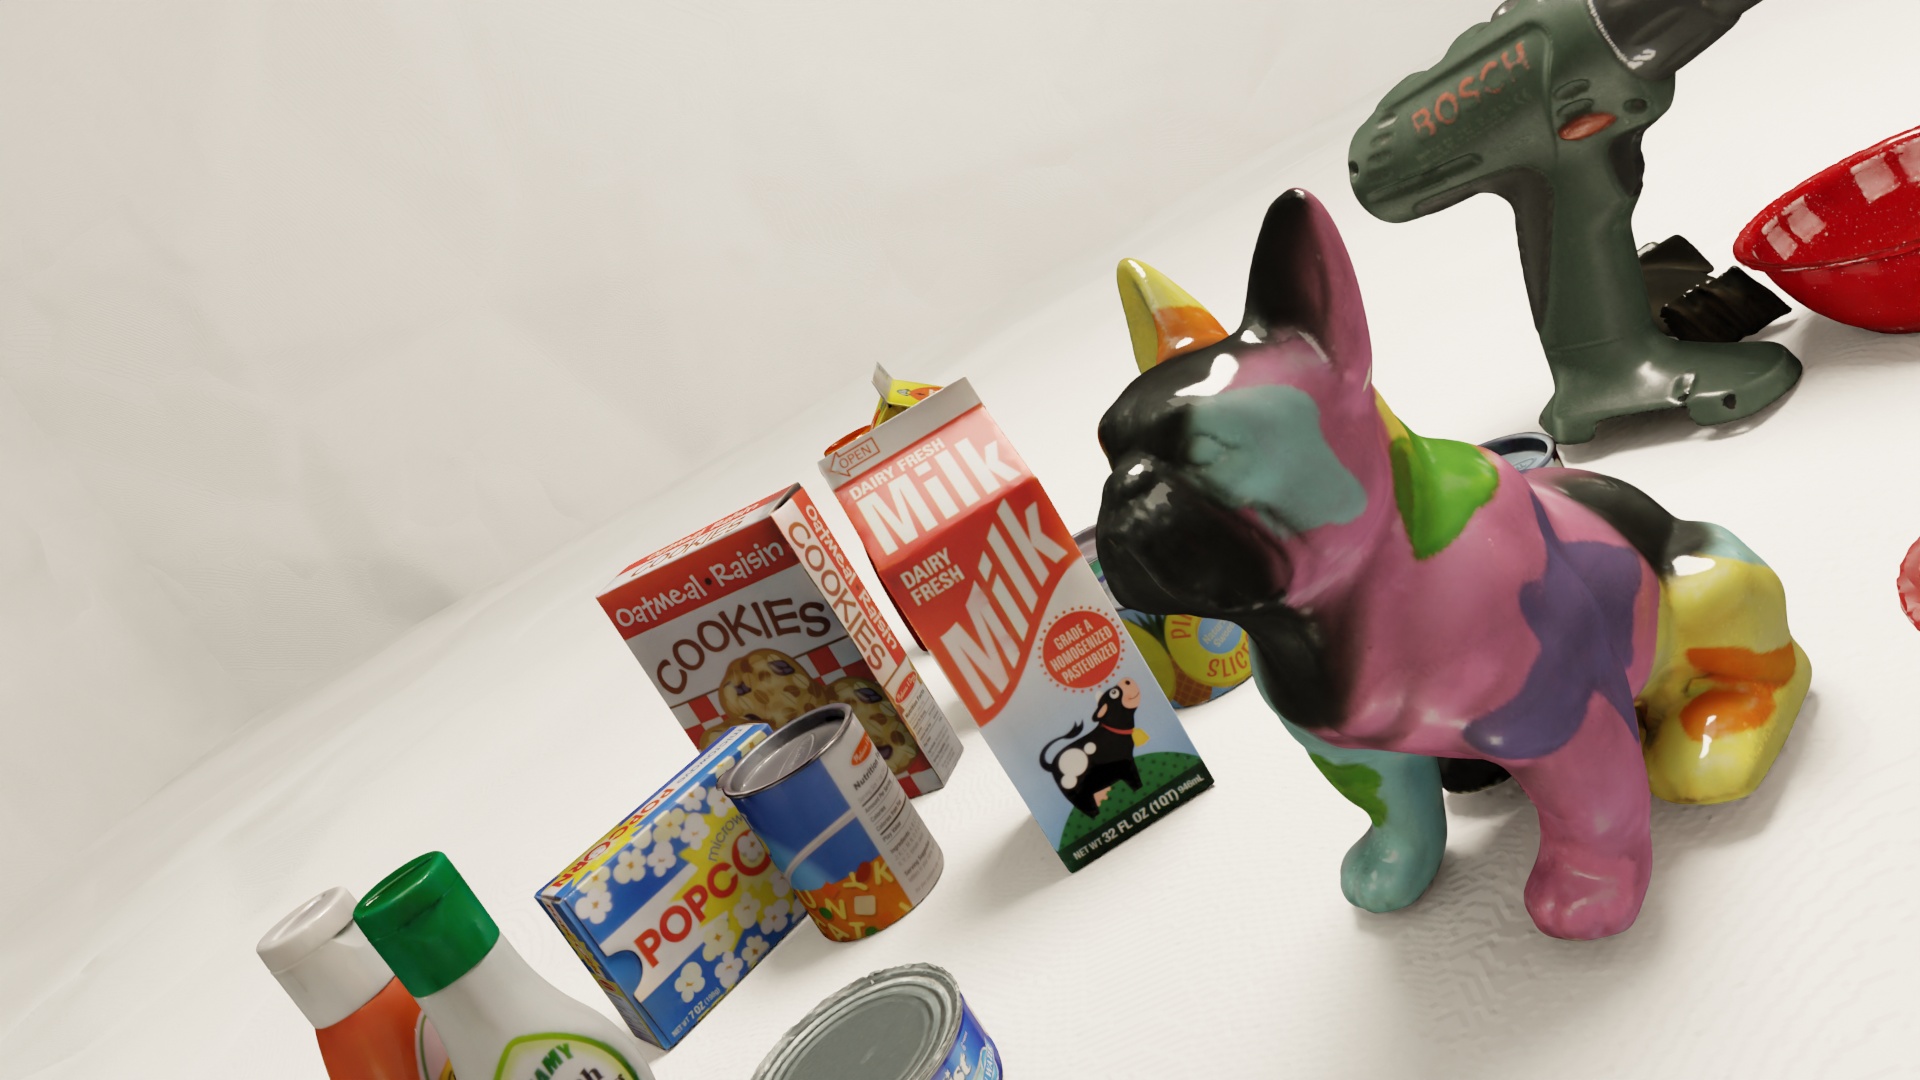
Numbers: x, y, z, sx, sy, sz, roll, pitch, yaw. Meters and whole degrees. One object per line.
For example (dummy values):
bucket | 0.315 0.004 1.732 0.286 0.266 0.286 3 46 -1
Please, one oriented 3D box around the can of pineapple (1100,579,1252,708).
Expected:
can of pineapple | 0.105 0.037 0.649 0.071 0.057 0.071 -29 14 8

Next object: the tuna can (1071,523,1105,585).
tuna can | 0.082 0.015 0.825 0.071 0.032 0.071 -29 14 8

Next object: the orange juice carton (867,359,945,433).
orange juice carton | 0.003 -0.009 0.742 0.073 0.192 0.072 -29 14 7

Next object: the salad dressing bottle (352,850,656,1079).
salad dressing bottle | -0.164 0.182 0.508 0.064 0.147 0.044 -37 15 -24

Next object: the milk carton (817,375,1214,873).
milk carton | 0.020 0.031 0.569 0.072 0.190 0.073 -31 13 -2

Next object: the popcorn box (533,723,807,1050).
popcorn box | -0.118 0.155 0.640 0.127 0.085 0.038 -40 17 -35

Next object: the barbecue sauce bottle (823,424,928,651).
barbecue sauce bottle | -0.034 -0.002 0.883 0.064 0.148 0.044 -21 17 36

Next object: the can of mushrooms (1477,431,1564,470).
can of mushrooms | 0.238 -0.019 0.622 0.071 0.033 0.071 -29 14 8

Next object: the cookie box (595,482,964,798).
cookie box | -0.093 0.068 0.721 0.122 0.167 0.040 -24 15 27

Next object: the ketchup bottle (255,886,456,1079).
ketchup bottle | -0.209 0.202 0.531 0.043 0.148 0.065 -26 14 18

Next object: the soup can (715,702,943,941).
soup can | -0.058 0.126 0.620 0.071 0.083 0.071 -29 14 8
